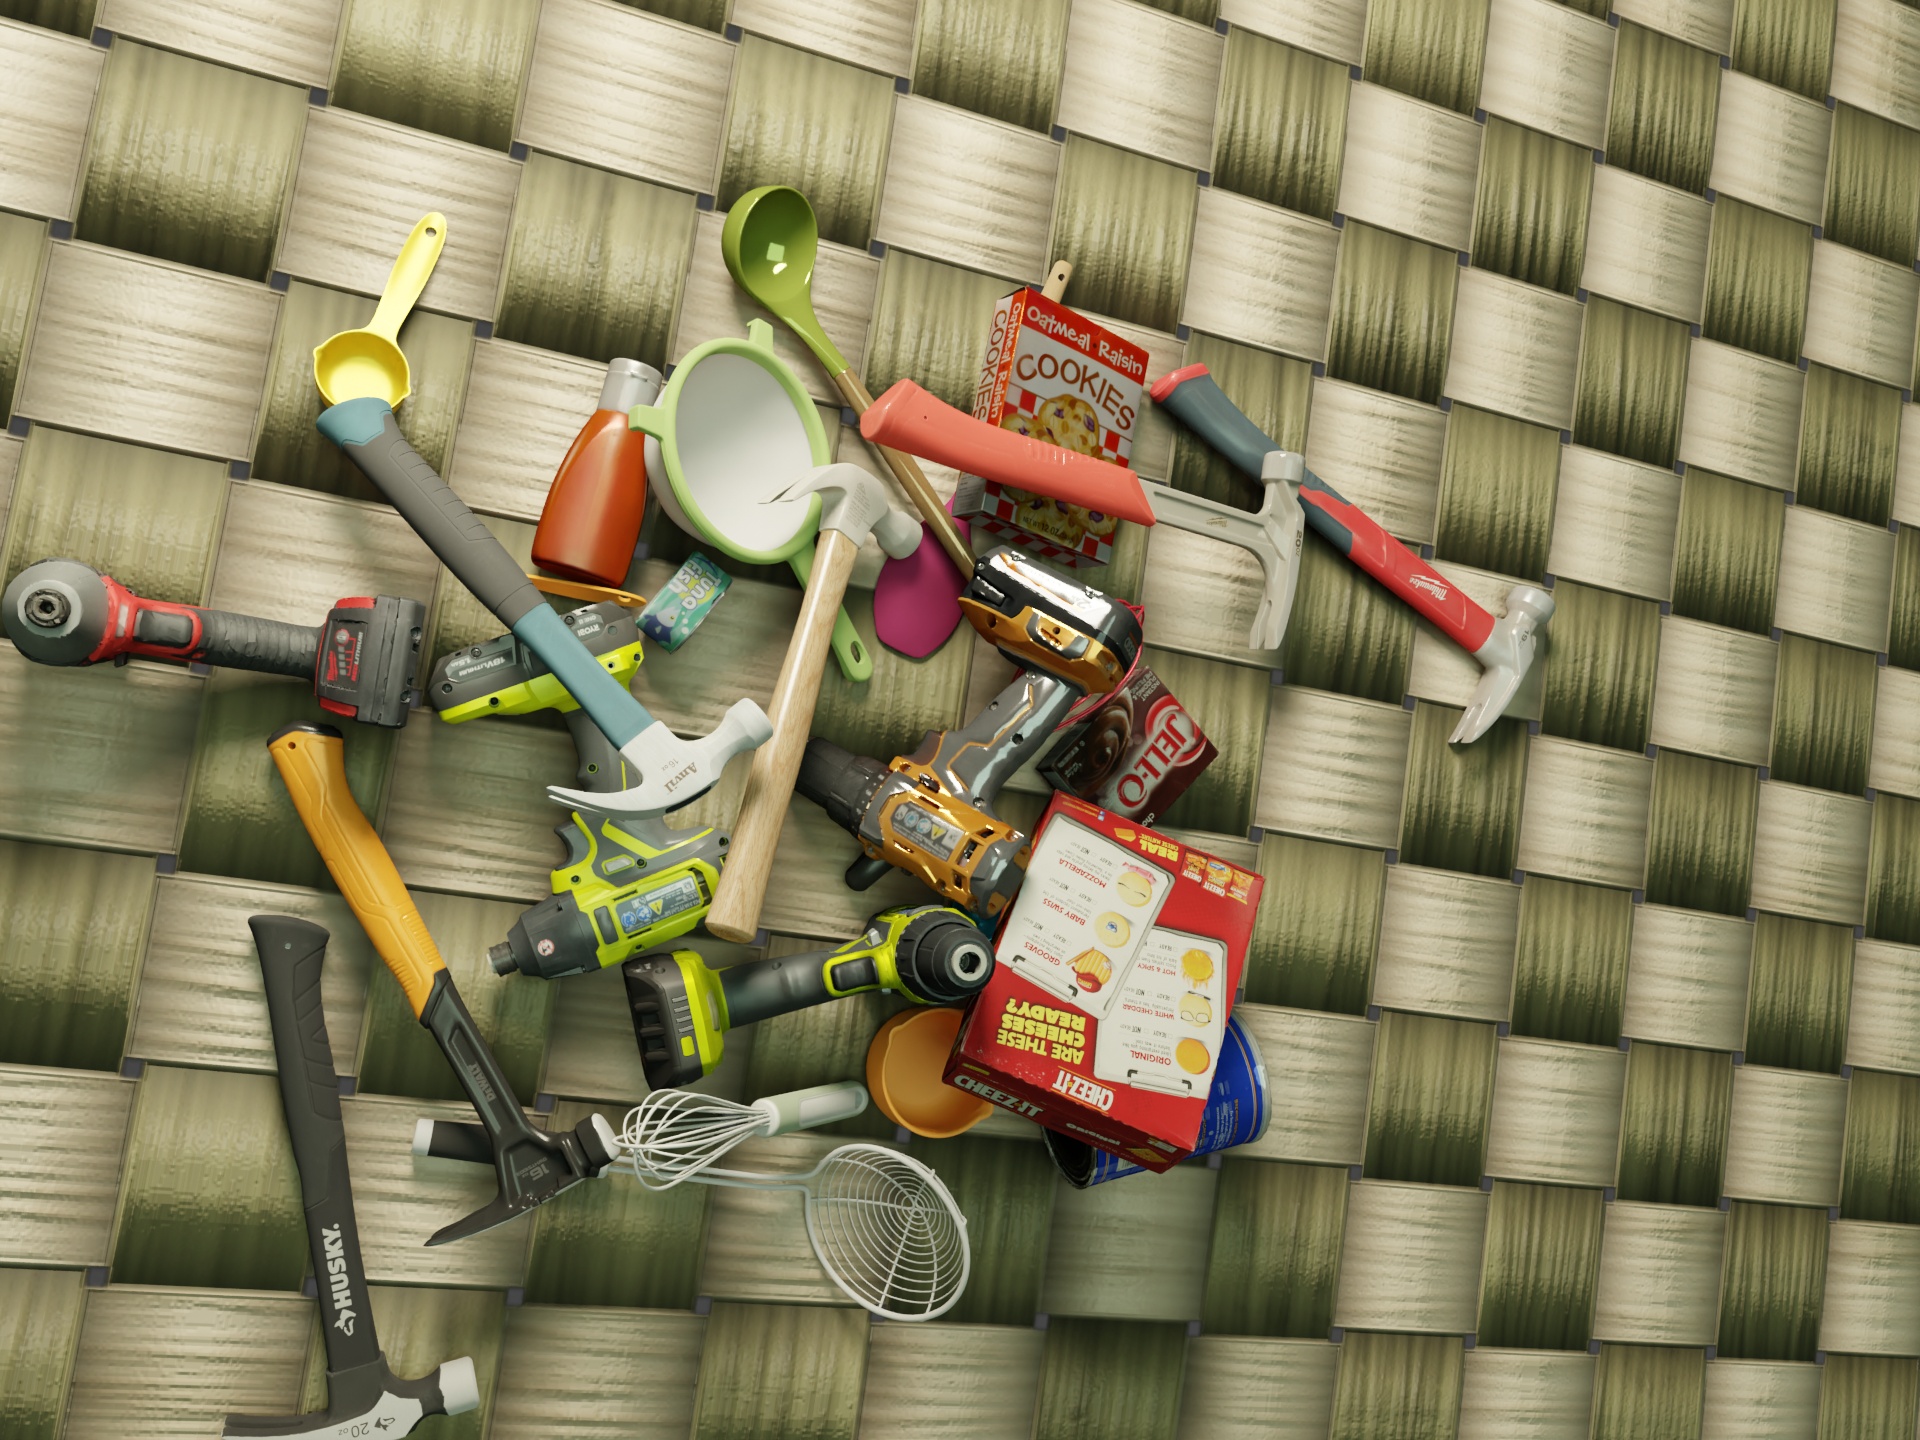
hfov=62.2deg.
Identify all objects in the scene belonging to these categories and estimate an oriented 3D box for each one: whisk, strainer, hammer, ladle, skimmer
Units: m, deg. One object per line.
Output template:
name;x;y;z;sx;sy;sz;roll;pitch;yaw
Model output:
whisk;0.027;0.015;1.137;0.296;0.073;0.073;-44;102;-10
strainer;-0.139;-0.132;1.088;0.151;0.069;0.256;-51;125;-43
hammer;-0.270;-0.073;0.967;0.128;0.033;0.331;-41;84;-19
hammer;0.095;-0.155;1.112;0.358;0.037;0.149;12;85;-29
hammer;-0.108;-0.019;1.034;0.129;0.031;0.331;37;59;-46
hammer;-0.346;0.155;0.990;0.127;0.034;0.337;-28;89;-5
hammer;-0.401;0.284;0.986;0.146;0.035;0.335;-10;91;-20
hammer;0.297;-0.138;1.248;0.386;0.038;0.143;35;79;-15
whisk;-0.129;0.253;1.009;0.246;0.059;0.058;10;78;-61
ladle;-0.062;-0.224;1.108;0.078;0.062;0.320;-39;99;-35
skimmer;-0.173;0.316;1.036;0.363;0.090;0.127;13;115;-16

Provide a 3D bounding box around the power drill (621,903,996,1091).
power drill;-0.094;0.169;1.020;0.228;0.190;0.080;-12;88;-15

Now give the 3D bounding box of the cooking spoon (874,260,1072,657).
cooking spoon;0.017;-0.195;1.162;0.068;0.017;0.319;25;81;-17

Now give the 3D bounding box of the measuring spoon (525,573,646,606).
measuring spoon;-0.265;-0.092;1.049;0.117;0.021;0.011;11;67;-7

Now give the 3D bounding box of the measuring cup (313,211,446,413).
measuring cup;-0.369;-0.262;1.032;0.062;0.029;0.157;23;69;-17

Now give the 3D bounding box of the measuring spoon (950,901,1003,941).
measuring spoon;0.041;0.117;1.162;0.128;0.021;0.042;-37;89;-26

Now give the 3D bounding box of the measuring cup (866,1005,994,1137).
measuring cup;0.001;0.211;1.124;0.095;0.052;0.174;42;68;-14

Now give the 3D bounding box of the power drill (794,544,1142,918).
power drill;-0.002;-0.003;1.081;0.185;0.084;0.226;28;83;20

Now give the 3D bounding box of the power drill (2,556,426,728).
power drill;-0.435;-0.049;0.933;0.219;0.143;0.078;9;87;-21

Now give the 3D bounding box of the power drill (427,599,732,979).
power drill;-0.251;0.049;1.029;0.171;0.080;0.223;-21;97;-15
